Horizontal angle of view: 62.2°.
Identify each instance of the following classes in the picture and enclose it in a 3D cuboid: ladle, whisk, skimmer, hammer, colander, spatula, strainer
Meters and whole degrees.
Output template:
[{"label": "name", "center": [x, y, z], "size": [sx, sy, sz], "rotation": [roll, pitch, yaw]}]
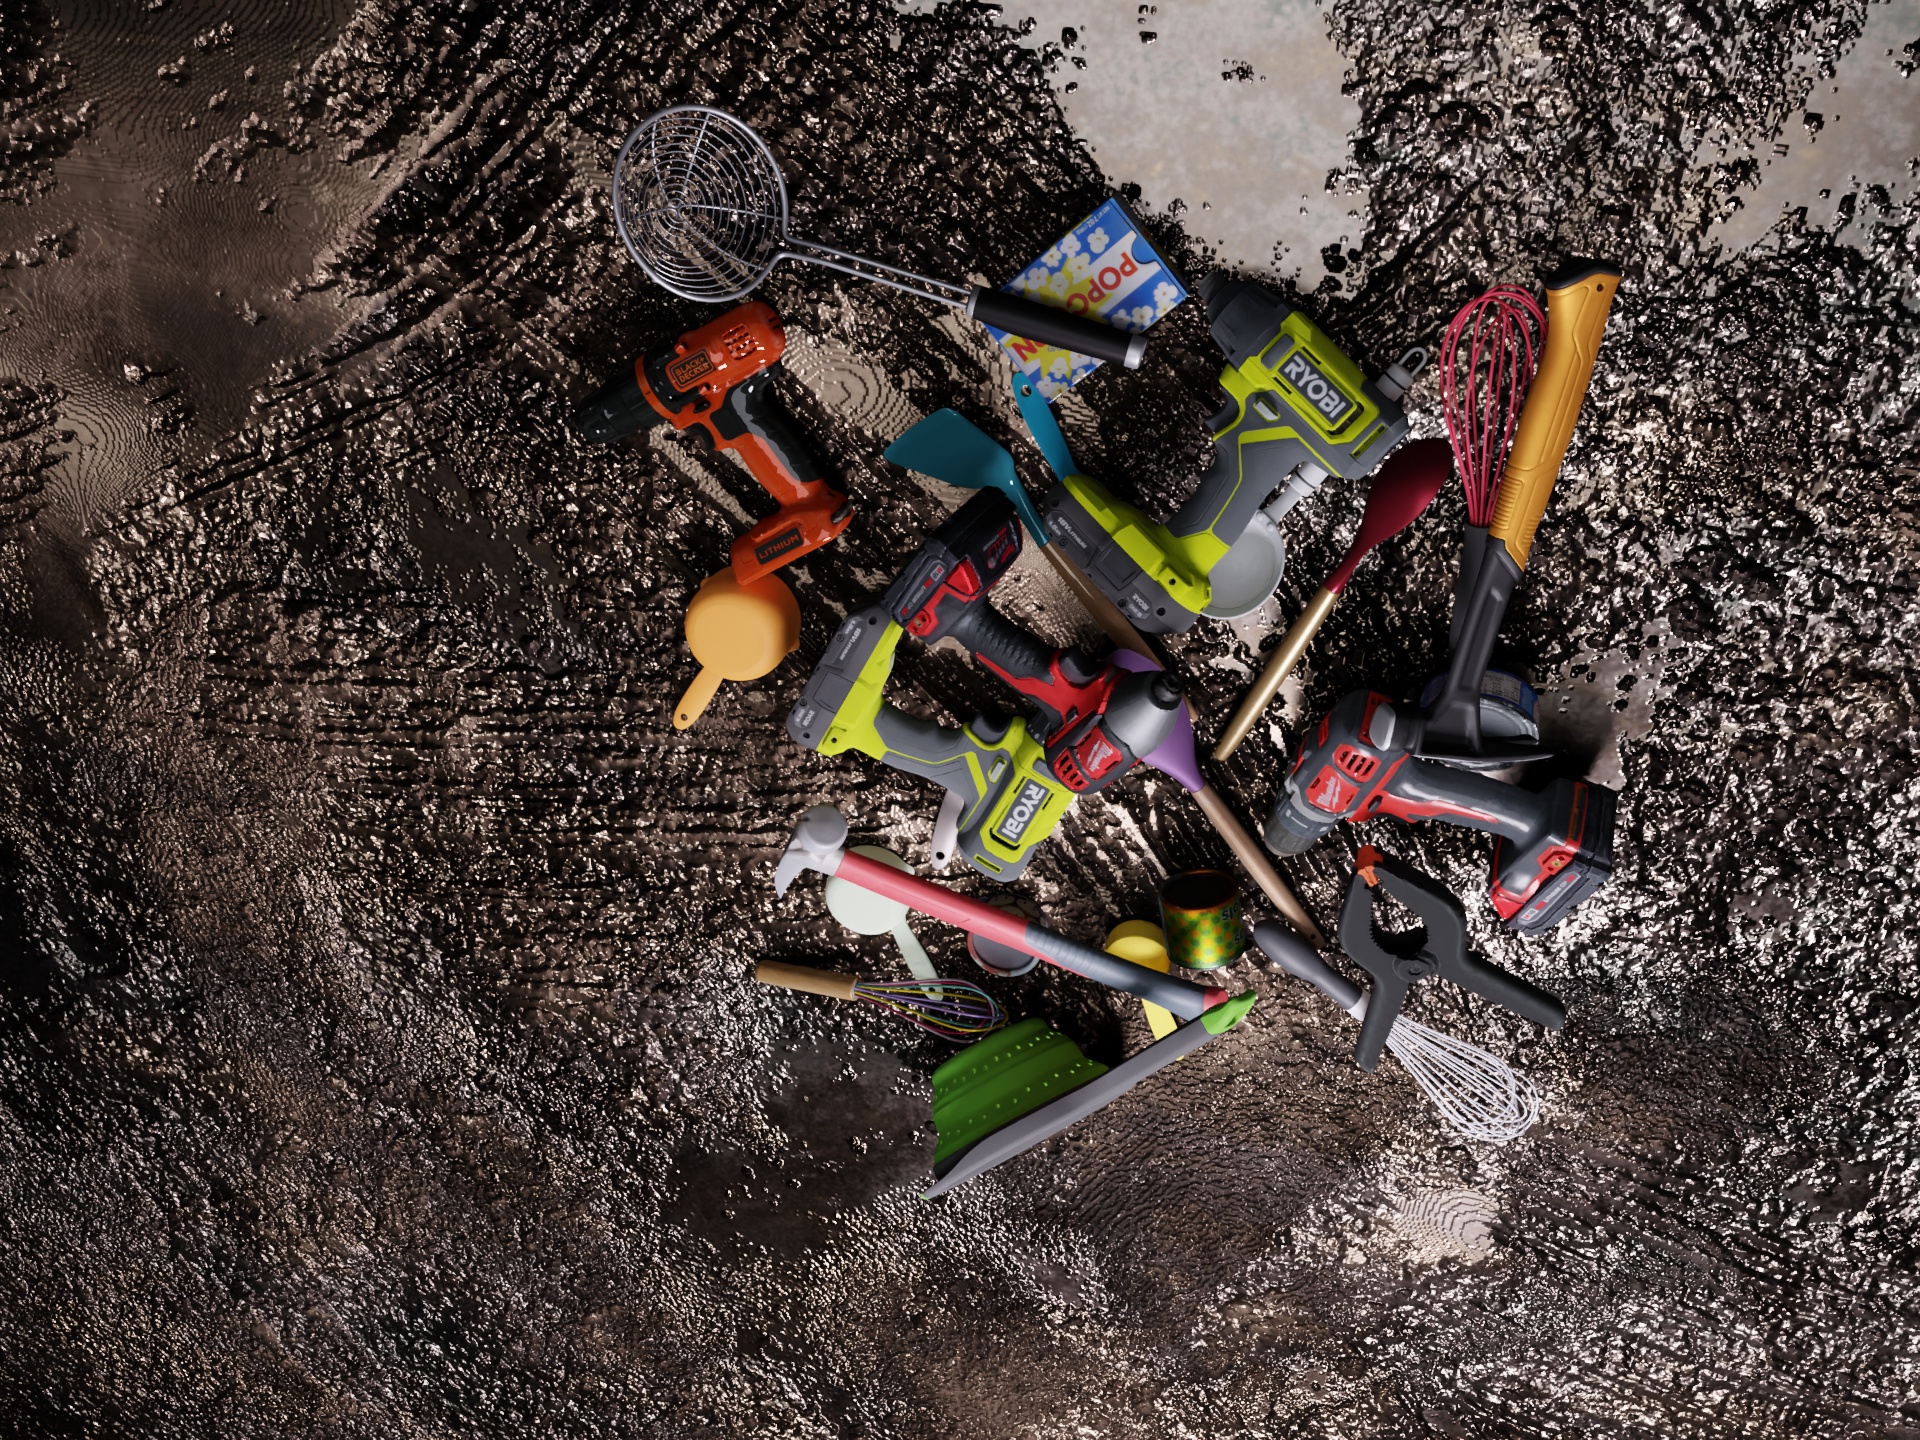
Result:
[{"label": "ladle", "center": [0.258, -0.078, 1.152], "size": [0.031, 0.069, 0.315], "rotation": [17, 132, -11]}, {"label": "whisk", "center": [0.351, 0.251, 1.297], "size": [0.284, 0.070, 0.070], "rotation": [37, 119, -4]}, {"label": "skimmer", "center": [-0.050, -0.306, 1.063], "size": [0.363, 0.090, 0.127], "rotation": [18, 87, 4]}, {"label": "hammer", "center": [0.035, 0.176, 1.304], "size": [0.386, 0.038, 0.143], "rotation": [23, 151, -7]}, {"label": "colander", "center": [0.088, 0.279, 1.319], "size": [0.397, 0.204, 0.094], "rotation": [-43, 69, 41]}, {"label": "whisk", "center": [-0.074, 0.241, 1.401], "size": [0.245, 0.047, 0.051], "rotation": [7, 140, 23]}, {"label": "spatula", "center": [0.075, -0.109, 1.200], "size": [0.317, 0.044, 0.082], "rotation": [48, 139, -14]}, {"label": "hammer", "center": [0.371, -0.129, 1.041], "size": [0.127, 0.034, 0.336], "rotation": [5, 112, -13]}, {"label": "whisk", "center": [0.360, -0.155, 1.097], "size": [0.073, 0.073, 0.295], "rotation": [2, 122, 14]}, {"label": "spatula", "center": [0.203, 0.068, 1.254], "size": [0.060, 0.018, 0.315], "rotation": [-39, 110, -1]}, {"label": "strainer", "center": [0.239, -0.161, 1.132], "size": [0.258, 0.050, 0.087], "rotation": [-49, 62, 24]}]

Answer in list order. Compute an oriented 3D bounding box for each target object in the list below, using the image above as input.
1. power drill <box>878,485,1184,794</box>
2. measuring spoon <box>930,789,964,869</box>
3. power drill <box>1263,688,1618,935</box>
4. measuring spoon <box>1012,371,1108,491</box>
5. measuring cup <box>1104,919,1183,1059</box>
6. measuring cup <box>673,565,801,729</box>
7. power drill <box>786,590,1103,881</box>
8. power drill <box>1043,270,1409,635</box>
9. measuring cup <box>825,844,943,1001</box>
[{"label": "power drill", "center": [0.058, -0.053, 1.138], "size": [0.219, 0.078, 0.143], "rotation": [45, 144, -1]}, {"label": "measuring spoon", "center": [-0.008, 0.075, 1.328], "size": [0.034, 0.018, 0.124], "rotation": [16, 117, 6]}, {"label": "power drill", "center": [0.347, 0.077, 1.189], "size": [0.226, 0.080, 0.187], "rotation": [22, 145, 1]}, {"label": "measuring spoon", "center": [0.073, -0.200, 1.174], "size": [0.042, 0.021, 0.128], "rotation": [-24, 99, 24]}, {"label": "measuring cup", "center": [0.167, 0.231, 1.365], "size": [0.062, 0.029, 0.156], "rotation": [-10, 125, 20]}, {"label": "measuring cup", "center": [-0.200, -0.046, 1.297], "size": [0.095, 0.052, 0.173], "rotation": [35, 117, -4]}, {"label": "power drill", "center": [-0.002, -0.004, 1.250], "size": [0.228, 0.080, 0.190], "rotation": [30, 106, -4]}, {"label": "power drill", "center": [0.170, -0.183, 1.099], "size": [0.171, 0.080, 0.223], "rotation": [47, 108, 9]}, {"label": "measuring cup", "center": [-0.060, 0.187, 1.387], "size": [0.083, 0.038, 0.167], "rotation": [-20, 108, 23]}]
